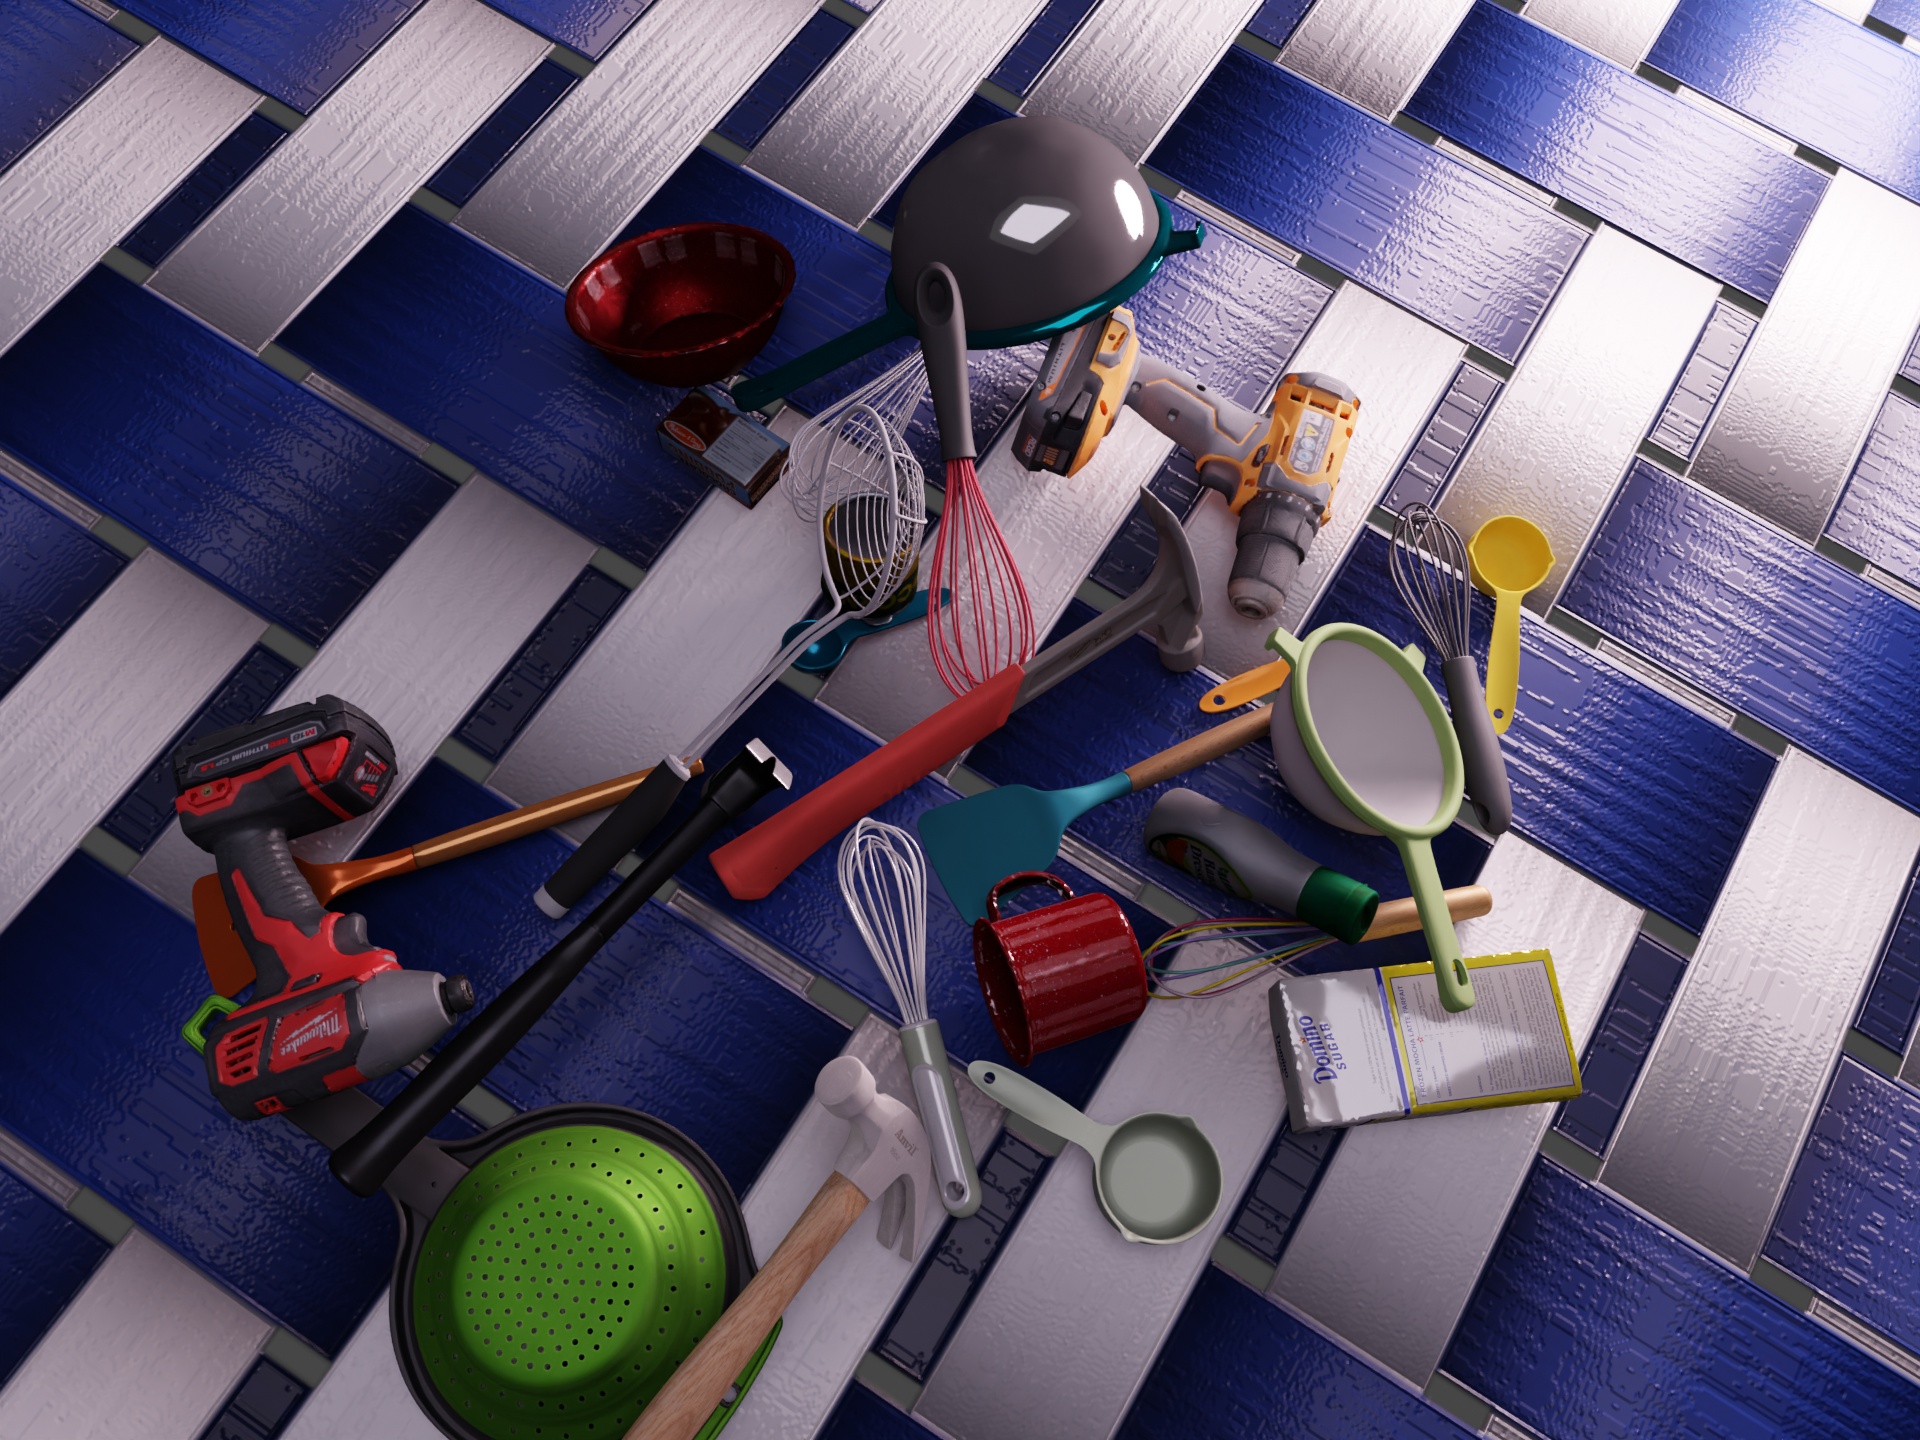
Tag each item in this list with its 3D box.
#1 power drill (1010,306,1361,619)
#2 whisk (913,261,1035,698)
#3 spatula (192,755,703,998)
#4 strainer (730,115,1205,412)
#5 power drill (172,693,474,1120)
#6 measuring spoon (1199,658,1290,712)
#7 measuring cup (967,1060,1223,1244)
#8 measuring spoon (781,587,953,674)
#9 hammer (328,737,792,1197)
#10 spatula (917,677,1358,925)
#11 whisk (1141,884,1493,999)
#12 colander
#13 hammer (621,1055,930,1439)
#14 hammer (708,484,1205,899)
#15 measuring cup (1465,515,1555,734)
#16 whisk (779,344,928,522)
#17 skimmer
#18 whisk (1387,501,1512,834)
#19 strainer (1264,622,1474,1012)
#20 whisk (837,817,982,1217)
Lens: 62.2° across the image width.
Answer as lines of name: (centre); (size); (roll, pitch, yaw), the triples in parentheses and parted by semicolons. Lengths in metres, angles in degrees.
power drill: (0.153, -0.183, 1.108); (0.226, 0.084, 0.185); (21, 70, -1)
whisk: (0.001, -0.152, 1.046); (0.073, 0.073, 0.296); (-8, 94, -7)
spatula: (-0.317, 0.081, 1.001); (0.322, 0.041, 0.081); (-19, 70, -15)
strainer: (-0.018, -0.325, 1.096); (0.340, 0.095, 0.211); (-30, 44, -10)
power drill: (-0.367, 0.105, 0.916); (0.143, 0.078, 0.220); (-19, 67, -3)
measuring spoon: (0.216, -0.029, 1.090); (0.117, 0.011, 0.021); (-23, 63, -9)
measuring cup: (0.077, 0.253, 0.957); (0.167, 0.038, 0.083); (29, 70, 9)
measuring spoon: (-0.061, -0.061, 1.079); (0.128, 0.021, 0.042); (-22, 60, -21)
hammer: (-0.219, 0.132, 0.901); (0.035, 0.146, 0.335); (46, 64, -6)
spatula: (0.129, 0.034, 1.052); (0.317, 0.044, 0.082); (-22, 71, -17)
whisk: (0.225, 0.138, 1.014); (0.245, 0.051, 0.047); (-9, 93, -12)
colander: (-0.288, 0.268, 0.891); (0.397, 0.094, 0.204); (32, 70, 8)
hammer: (-0.129, 0.345, 0.858); (0.031, 0.129, 0.331); (19, 61, 45)
hammer: (-0.002, -0.003, 1.006); (0.359, 0.149, 0.037); (-32, 48, -8)
measuring cup: (0.376, -0.065, 1.111); (0.062, 0.029, 0.156); (8, 81, -2)
whisk: (-0.033, -0.245, 1.132); (0.070, 0.070, 0.285); (34, 65, 8)
skimmer: (-0.152, -0.032, 0.973); (0.363, 0.090, 0.127); (-46, 34, 1)
whisk: (0.336, -0.037, 1.084); (0.055, 0.055, 0.239); (-8, 75, -7)
strainer: (0.262, 0.065, 1.015); (0.151, 0.069, 0.257); (3, 65, -37)
whisk: (-0.028, 0.177, 0.965); (0.058, 0.059, 0.246); (-19, 78, 18)
